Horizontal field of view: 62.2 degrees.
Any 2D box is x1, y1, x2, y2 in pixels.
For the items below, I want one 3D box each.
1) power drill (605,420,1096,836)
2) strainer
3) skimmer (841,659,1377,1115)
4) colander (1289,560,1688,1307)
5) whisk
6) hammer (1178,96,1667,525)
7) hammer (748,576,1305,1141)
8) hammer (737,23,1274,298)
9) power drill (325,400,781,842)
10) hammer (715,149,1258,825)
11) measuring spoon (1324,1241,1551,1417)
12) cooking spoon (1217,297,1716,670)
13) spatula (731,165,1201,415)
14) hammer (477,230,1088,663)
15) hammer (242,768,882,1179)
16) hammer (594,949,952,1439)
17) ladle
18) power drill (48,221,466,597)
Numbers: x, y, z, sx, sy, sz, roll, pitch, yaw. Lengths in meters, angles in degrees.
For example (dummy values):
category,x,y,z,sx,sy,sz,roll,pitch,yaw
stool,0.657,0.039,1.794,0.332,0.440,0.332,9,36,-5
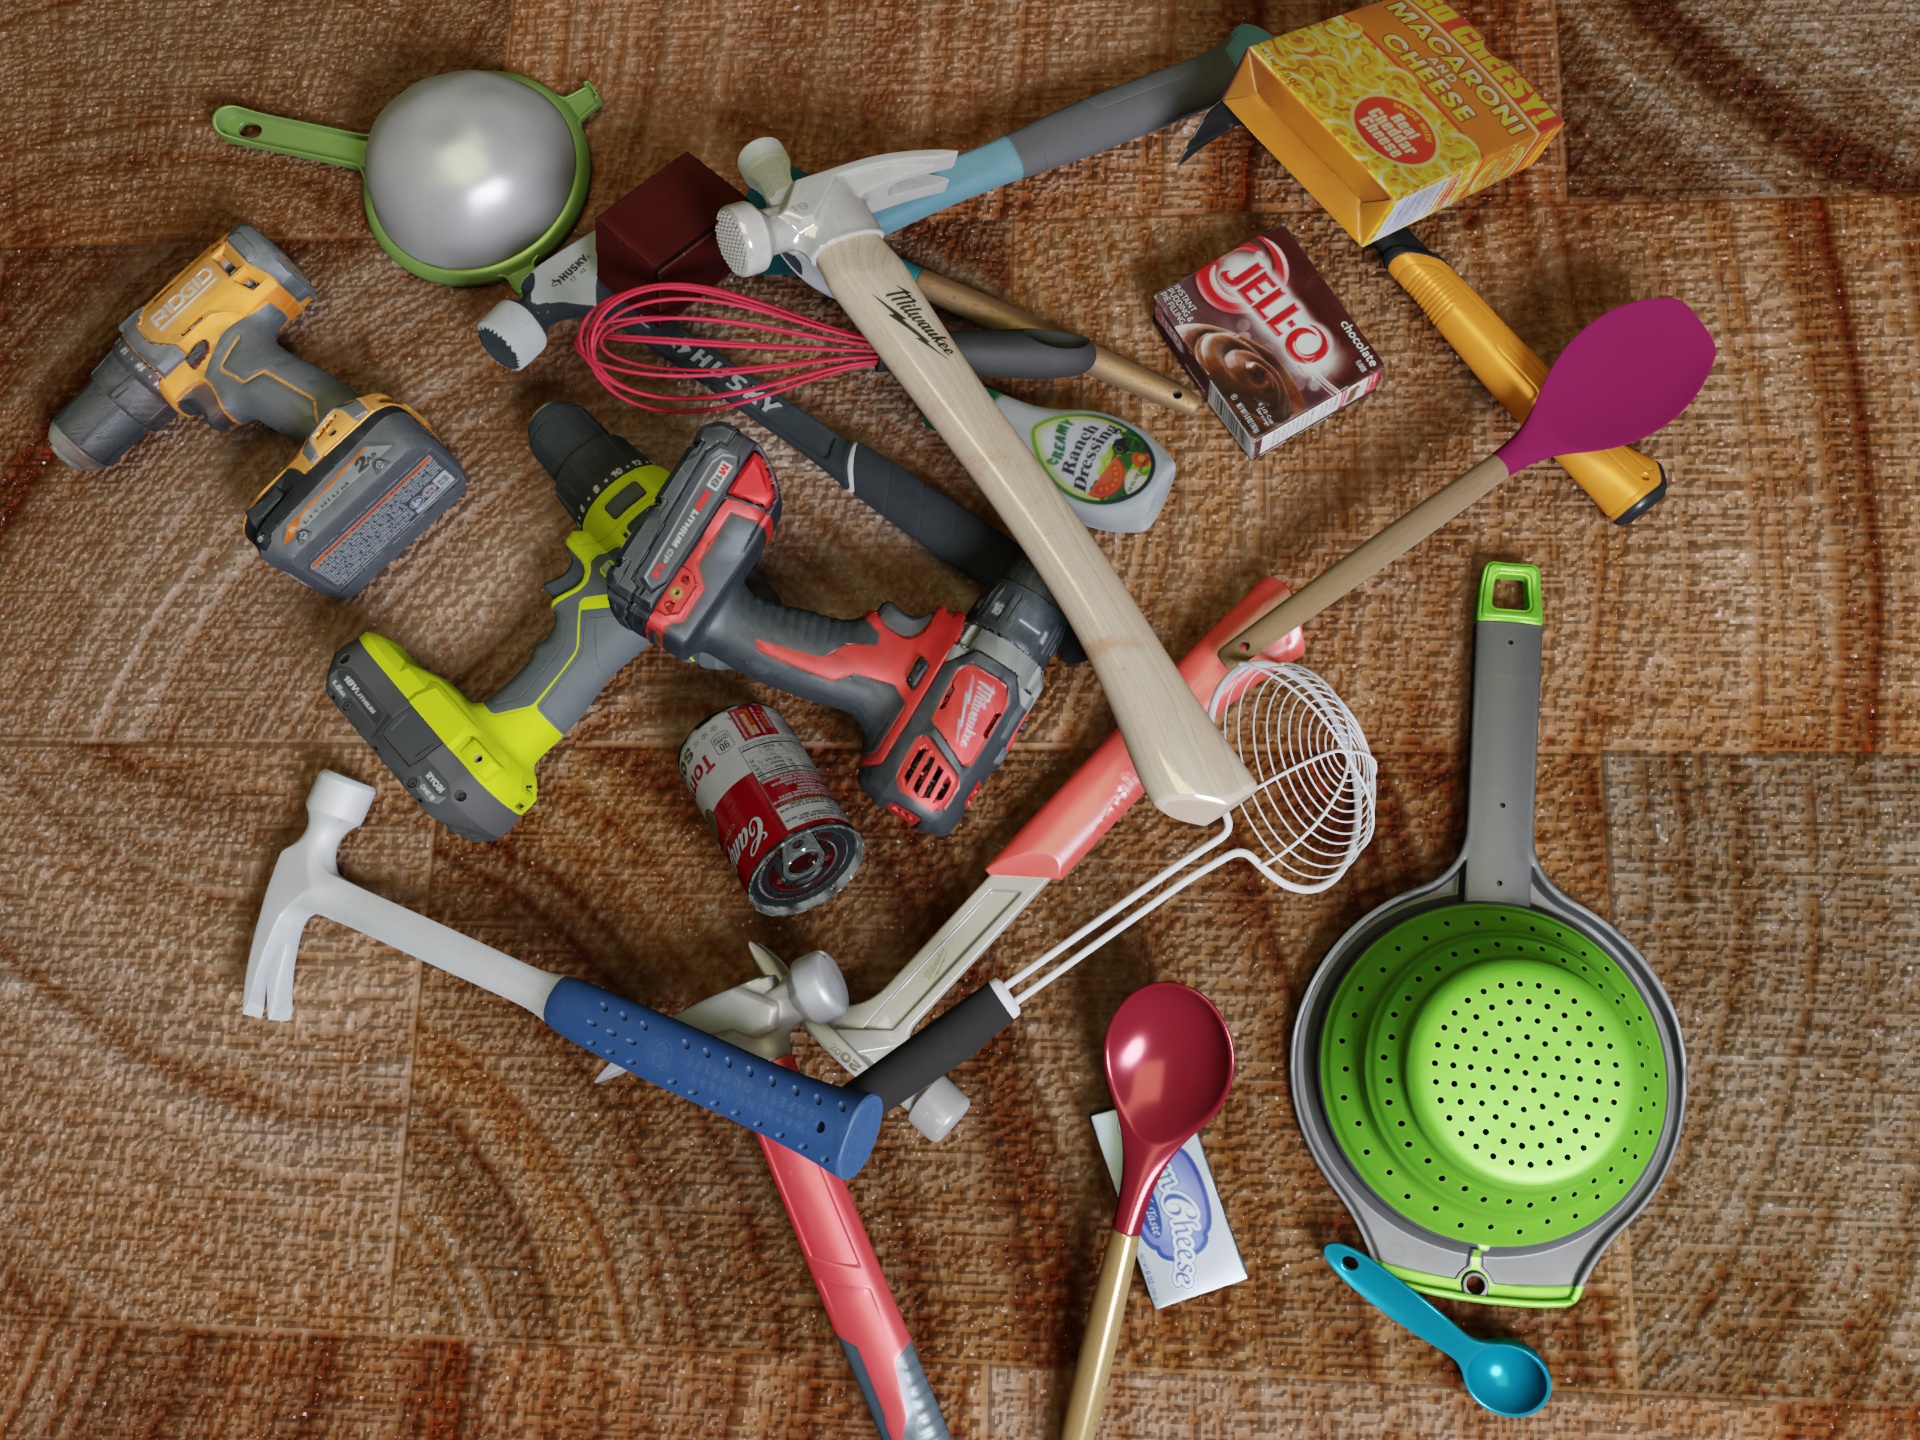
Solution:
category,x,y,z,sx,sy,sz,roll,pitch,yaw
power drill,-0.052,-0.069,0.852,0.226,0.080,0.188,32,81,-2
strainer,-0.364,-0.367,1.000,0.256,0.069,0.151,14,80,7
skimmer,0.068,0.103,0.834,0.363,0.090,0.127,-35,101,-4
colander,0.283,0.098,0.820,0.204,0.094,0.397,5,79,7
whisk,-0.066,-0.208,0.896,0.295,0.073,0.073,-2,77,-12
hammer,0.272,-0.242,0.911,0.127,0.034,0.337,-34,79,-29
hammer,0.053,0.052,0.885,0.149,0.036,0.359,42,85,12
hammer,0.043,-0.343,0.949,0.331,0.033,0.128,-24,77,-8
power drill,-0.243,-0.061,0.920,0.228,0.080,0.191,-42,78,-7
hammer,0.034,-0.130,0.831,0.146,0.038,0.411,-26,75,-24
measuring spoon,0.243,0.305,0.814,0.129,0.021,0.042,35,115,11
cooking spoon,0.272,-0.124,0.865,0.319,0.017,0.069,-35,88,0
spatula,-0.001,-0.253,0.964,0.317,0.044,0.082,26,83,6
hammer,-0.076,-0.162,0.930,0.409,0.036,0.149,35,66,7
hammer,-0.223,0.149,0.839,0.406,0.035,0.144,17,82,26
hammer,-0.058,0.324,0.823,0.143,0.038,0.386,-26,81,11
ladle,0.080,0.287,0.814,0.069,0.031,0.315,13,90,24
power drill,-0.433,-0.173,0.963,0.185,0.084,0.226,-44,73,-4
